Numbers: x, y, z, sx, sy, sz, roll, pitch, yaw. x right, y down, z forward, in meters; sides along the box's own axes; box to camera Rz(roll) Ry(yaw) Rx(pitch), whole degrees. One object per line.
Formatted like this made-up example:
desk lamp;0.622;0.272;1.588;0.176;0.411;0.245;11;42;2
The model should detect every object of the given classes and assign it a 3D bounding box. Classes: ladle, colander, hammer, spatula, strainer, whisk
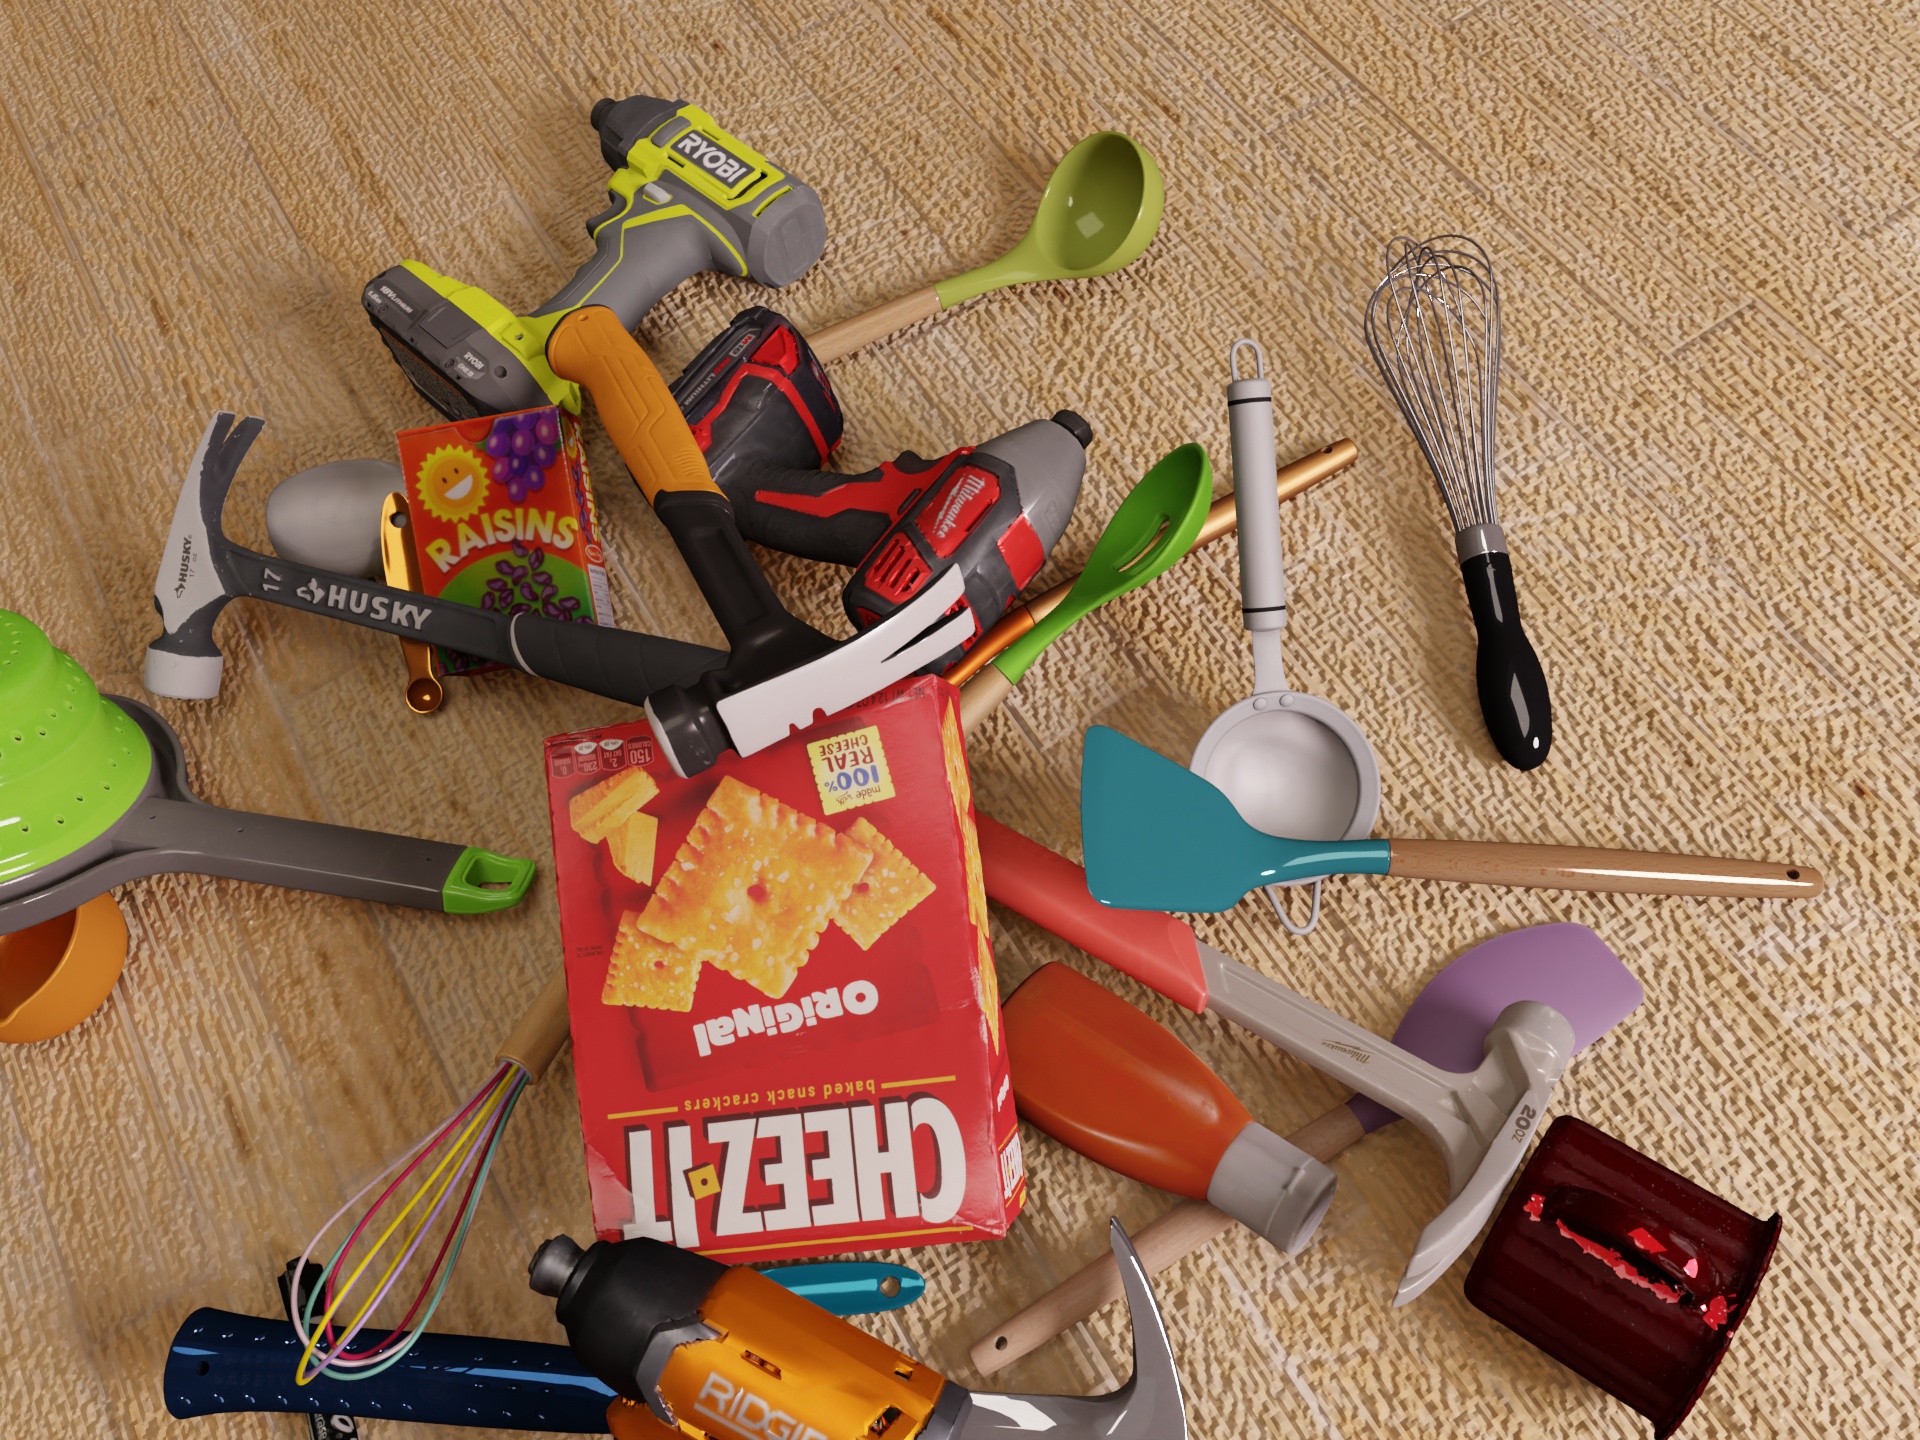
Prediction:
ladle;-0.040;-0.226;0.856;0.320;0.062;0.078;-24;61;0
colander;-0.396;0.020;0.737;0.397;0.094;0.205;8;33;1
hammer;-0.218;-0.045;0.750;0.409;0.036;0.149;13;97;19
spatula;0.205;0.055;0.660;0.317;0.044;0.082;3;58;-1
strainer;0.135;-0.037;0.700;0.087;0.050;0.258;-5;95;-4
hammer;0.061;0.092;0.664;0.359;0.036;0.149;27;41;27
hammer;-0.116;-0.107;0.697;0.127;0.034;0.337;-26;44;-9
whisk;0.241;-0.111;0.756;0.070;0.070;0.285;-7;69;6
whisk;-0.196;0.162;0.663;0.051;0.047;0.245;7;44;23
spatula;0.053;-0.067;0.772;0.322;0.041;0.081;-28;43;-7
spatula;0.139;0.176;0.654;0.316;0.018;0.060;-31;58;-7
hammer;-0.114;0.259;0.623;0.405;0.035;0.144;1;78;8

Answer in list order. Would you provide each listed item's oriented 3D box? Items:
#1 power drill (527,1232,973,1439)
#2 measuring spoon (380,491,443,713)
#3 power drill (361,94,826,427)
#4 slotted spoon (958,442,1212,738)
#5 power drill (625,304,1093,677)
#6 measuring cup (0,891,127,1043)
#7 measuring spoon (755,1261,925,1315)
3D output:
power drill;-0.115;0.300;0.558;0.164;0.084;0.226;26;89;9
measuring spoon;-0.282;-0.060;0.818;0.021;0.011;0.117;-10;85;2
power drill;-0.209;-0.256;0.889;0.171;0.080;0.223;39;72;23
slotted spoon;-0.001;-0.002;0.689;0.314;0.031;0.070;-44;21;-3
power drill;-0.047;-0.117;0.763;0.220;0.078;0.143;29;72;35
measuring cup;-0.485;0.128;0.760;0.173;0.052;0.095;-25;63;-1
measuring spoon;-0.079;0.239;0.663;0.128;0.021;0.042;-2;67;-2
